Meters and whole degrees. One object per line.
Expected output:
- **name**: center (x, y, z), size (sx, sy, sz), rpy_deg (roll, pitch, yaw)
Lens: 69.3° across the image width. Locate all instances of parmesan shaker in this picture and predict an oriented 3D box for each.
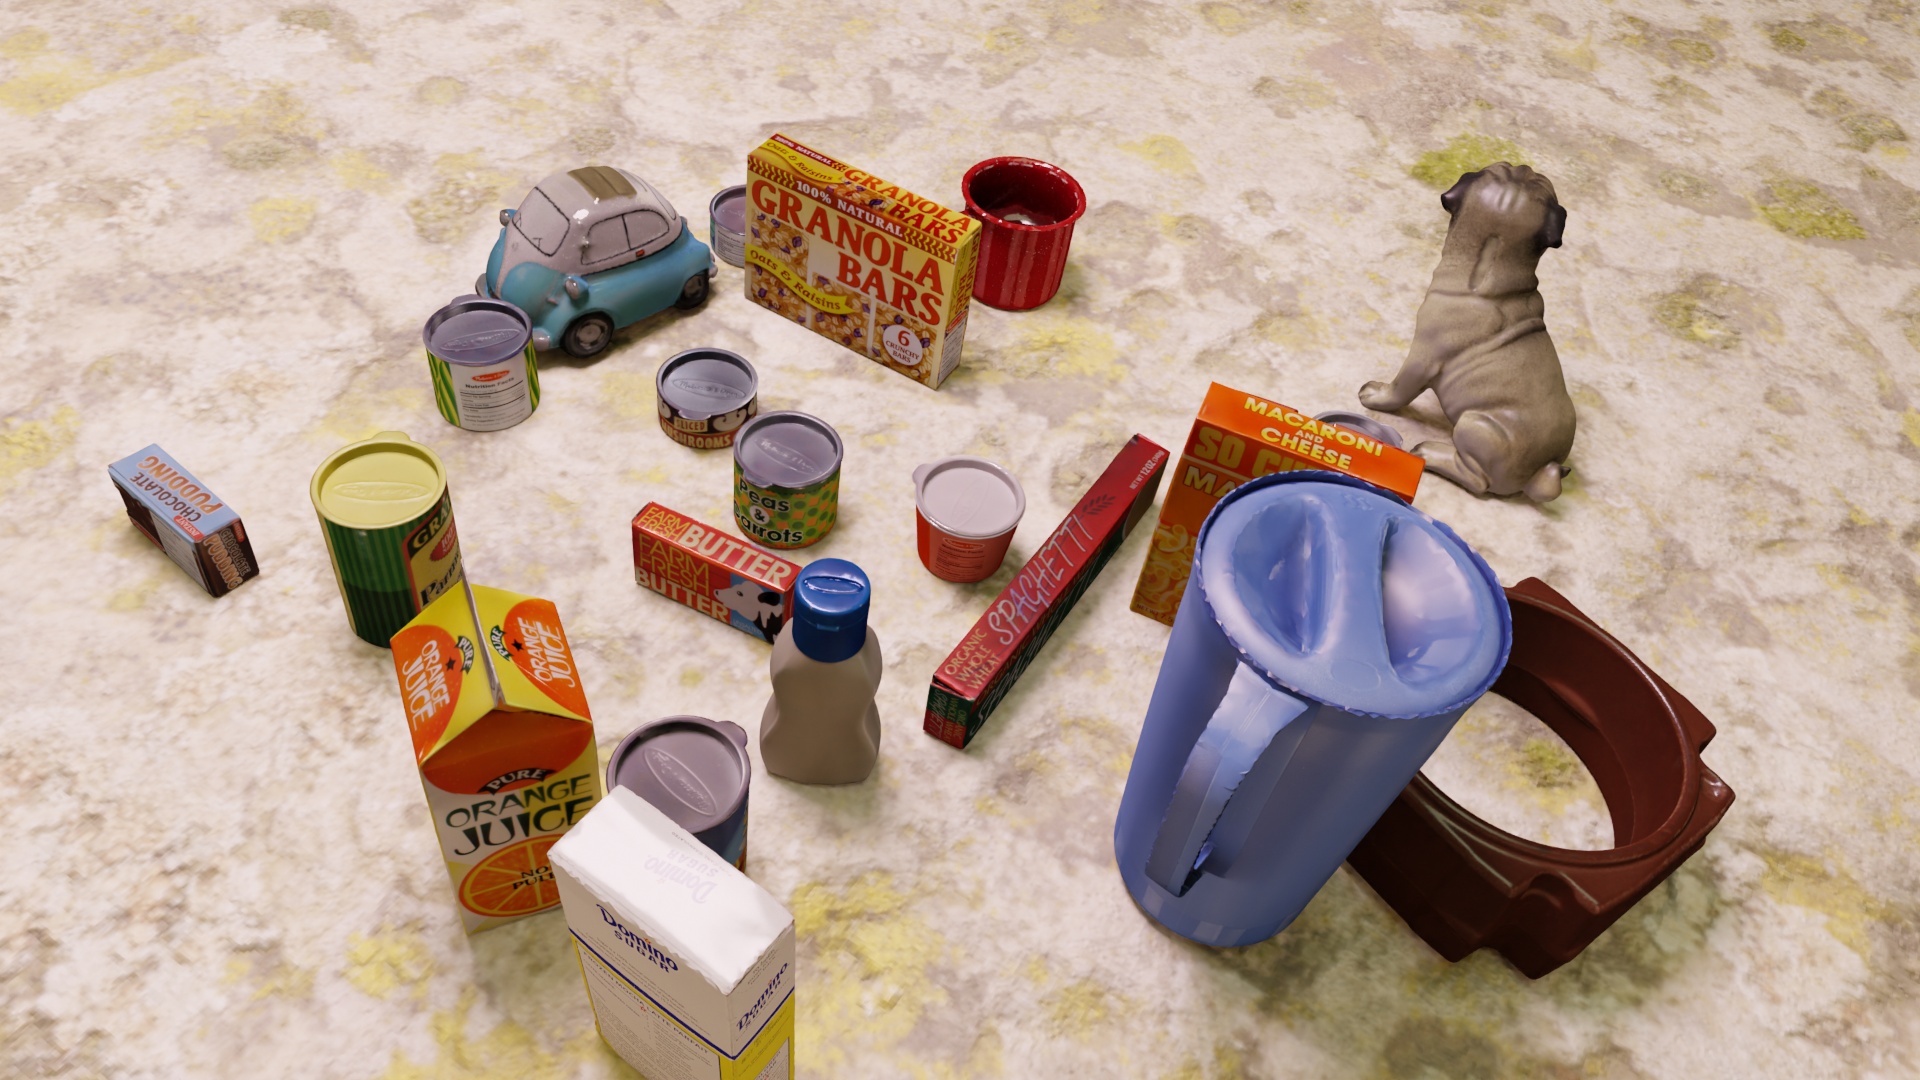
- **parmesan shaker**: center (-0.307, 0.001, 0.757), size (0.071, 0.102, 0.072), rpy_deg (5, 47, -5)

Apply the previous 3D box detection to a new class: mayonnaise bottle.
- **mayonnaise bottle**: center (-0.068, 0.069, 0.706), size (0.065, 0.147, 0.041), rpy_deg (7, 47, -4)

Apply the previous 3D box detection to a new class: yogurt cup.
- **yogurt cup**: center (0.003, -0.011, 0.855), size (0.072, 0.053, 0.073), rpy_deg (5, 47, -5)

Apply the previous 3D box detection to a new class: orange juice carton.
- **orange juice carton**: center (-0.206, 0.095, 0.629), size (0.073, 0.191, 0.072), rpy_deg (-13, 52, -21)

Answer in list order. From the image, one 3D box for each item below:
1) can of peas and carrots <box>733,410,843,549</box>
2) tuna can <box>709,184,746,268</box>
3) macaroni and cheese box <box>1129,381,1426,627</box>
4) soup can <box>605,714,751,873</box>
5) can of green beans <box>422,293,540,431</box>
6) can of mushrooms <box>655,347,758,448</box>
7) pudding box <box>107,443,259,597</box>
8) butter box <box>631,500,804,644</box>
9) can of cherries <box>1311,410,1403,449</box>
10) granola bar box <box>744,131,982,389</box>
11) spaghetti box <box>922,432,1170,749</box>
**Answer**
- **can of peas and carrots**: center (-0.108, -0.036, 0.855), size (0.071, 0.058, 0.071), rpy_deg (5, 47, -5)
- **tuna can**: center (-0.156, -0.239, 1.050), size (0.071, 0.032, 0.071), rpy_deg (5, 47, -5)
- **macaroni and cheese box**: center (0.177, -0.002, 0.801), size (0.124, 0.165, 0.040), rpy_deg (22, 48, 10)
- **soup can**: center (-0.134, 0.135, 0.679), size (0.071, 0.083, 0.072), rpy_deg (5, 47, -5)
- **can of green beans**: center (-0.306, -0.113, 0.892), size (0.071, 0.057, 0.071), rpy_deg (5, 47, -5)
- **can of mushrooms**: center (-0.167, -0.092, 0.914), size (0.071, 0.033, 0.071), rpy_deg (5, 47, -5)
- **pudding box**: center (-0.437, -0.012, 0.782), size (0.084, 0.049, 0.030), rpy_deg (34, 51, 20)
- **butter box**: center (-0.141, 0.020, 0.803), size (0.103, 0.052, 0.024), rpy_deg (23, 48, 11)
- **can of cherries**: center (0.255, -0.044, 0.927), size (0.071, 0.058, 0.072), rpy_deg (5, 47, -5)
- **granola bar box**: center (-0.071, -0.193, 0.961), size (0.166, 0.123, 0.039), rpy_deg (27, 49, 15)
- **spaghetti box**: center (0.056, 0.024, 0.835), size (0.029, 0.049, 0.251), rpy_deg (29, 50, 16)
